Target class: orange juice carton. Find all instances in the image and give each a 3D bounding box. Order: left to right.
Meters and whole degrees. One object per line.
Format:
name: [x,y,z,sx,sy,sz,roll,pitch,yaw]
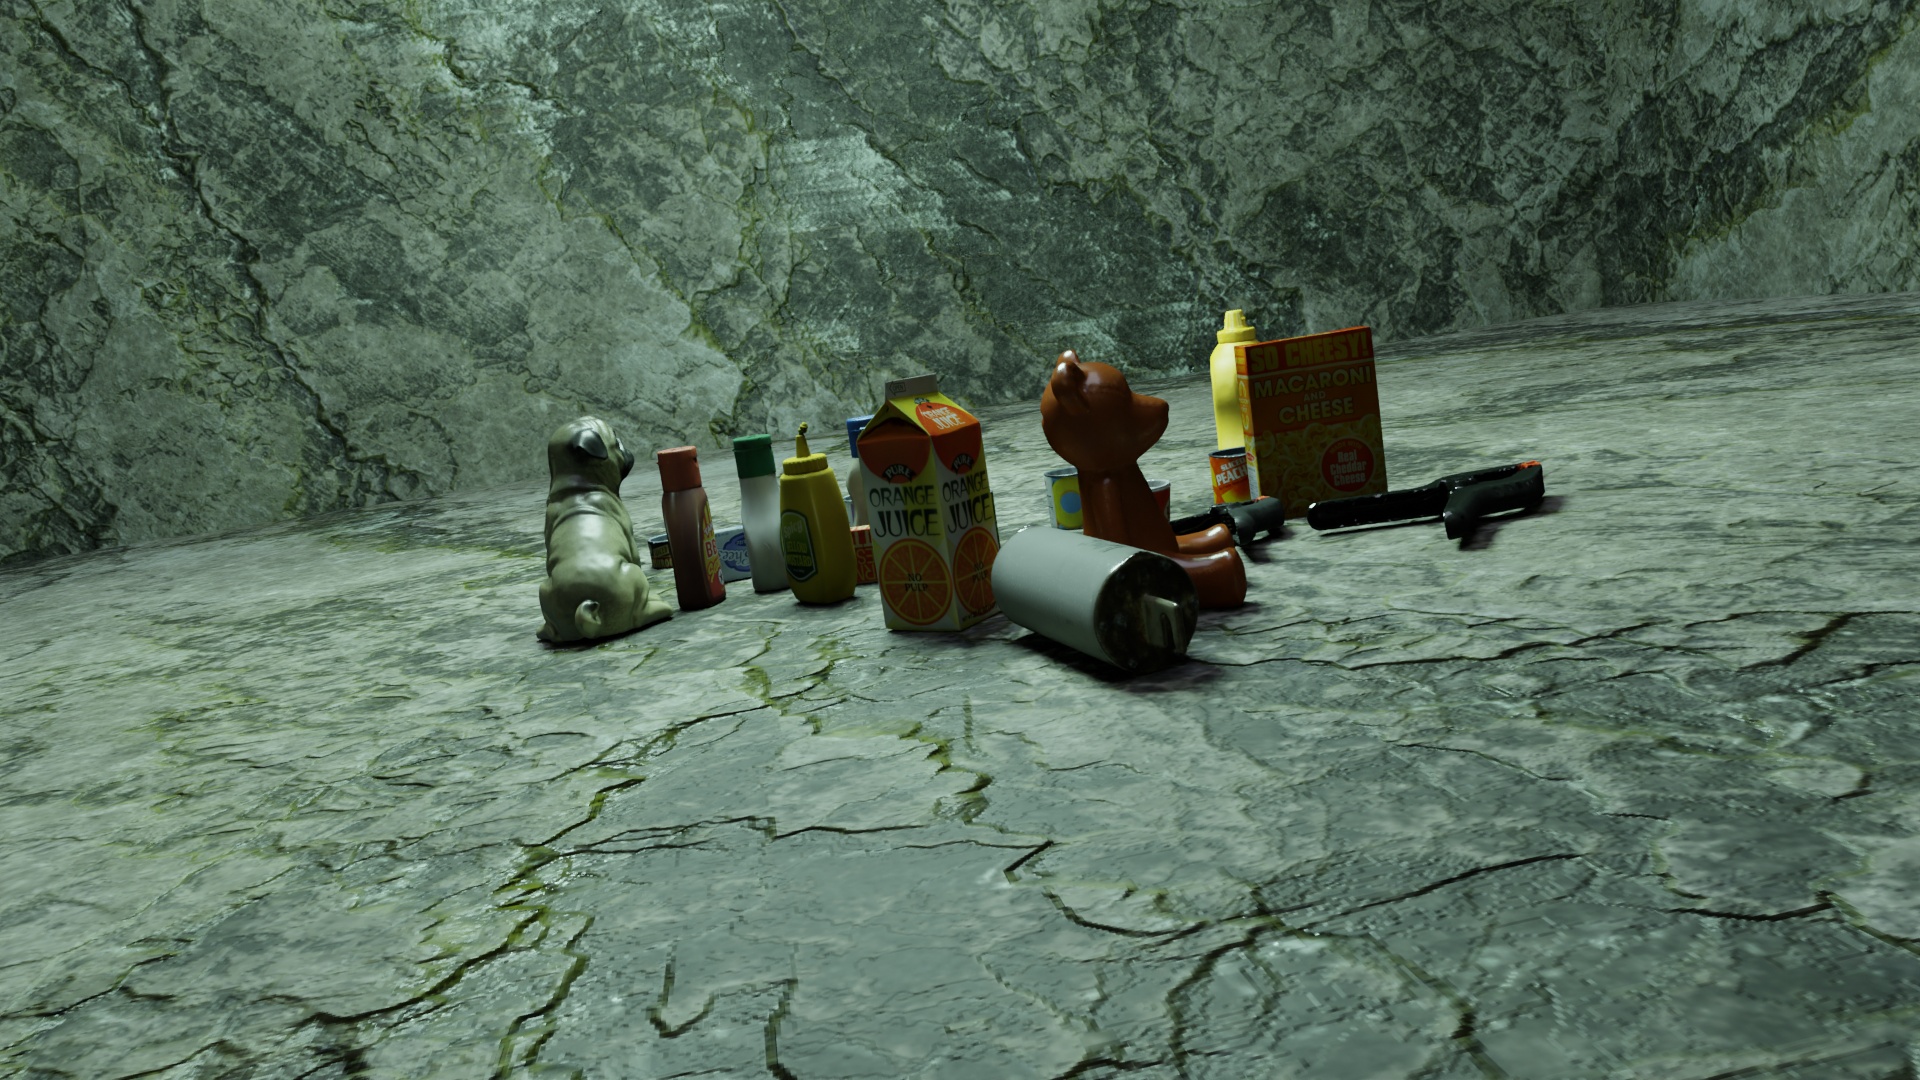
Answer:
orange juice carton: [-0.024,-0.031,1.074,0.073,0.192,0.072,-2,11,34]

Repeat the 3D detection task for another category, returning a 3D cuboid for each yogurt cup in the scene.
yogurt cup: [0.164,-0.025,1.289,0.072,0.054,0.072,-8,9,1]

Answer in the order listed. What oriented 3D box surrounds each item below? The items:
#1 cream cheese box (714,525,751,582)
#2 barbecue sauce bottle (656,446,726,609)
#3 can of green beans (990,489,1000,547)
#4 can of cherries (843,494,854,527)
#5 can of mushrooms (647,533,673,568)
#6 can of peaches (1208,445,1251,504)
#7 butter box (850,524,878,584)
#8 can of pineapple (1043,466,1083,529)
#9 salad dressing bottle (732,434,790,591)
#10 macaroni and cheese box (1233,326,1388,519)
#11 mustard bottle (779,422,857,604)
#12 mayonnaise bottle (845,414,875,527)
cream cheese box: [-0.212,0.010,1.419,0.104,0.053,0.024,-11,9,-15]
barbecue sauce bottle: [-0.255,-0.013,1.305,0.044,0.148,0.065,-8,9,3]
can of green beans: [0.004,-0.017,1.373,0.071,0.057,0.071,-8,9,1]
can of cherries: [-0.089,-0.022,1.484,0.071,0.058,0.071,-8,9,1]
can of mushrooms: [-0.322,0.010,1.580,0.071,0.033,0.071,-8,9,1]
can of peaches: [0.284,-0.062,1.392,0.071,0.058,0.071,-8,9,1]
butter box: [-0.102,0.014,1.297,0.103,0.053,0.024,-7,9,10]
can of pineapple: [0.124,-0.046,1.438,0.071,0.057,0.071,-8,9,1]
salad dressing bottle: [-0.189,-0.027,1.333,0.044,0.147,0.064,-8,9,1]
macaroni and cheese box: [0.329,-0.110,1.305,0.124,0.166,0.040,-9,9,-3]
mustard bottle: [-0.132,-0.025,1.231,0.049,0.160,0.065,-17,12,-42]
mayonnaise bottle: [-0.082,-0.048,1.363,0.065,0.147,0.041,-9,9,0]
